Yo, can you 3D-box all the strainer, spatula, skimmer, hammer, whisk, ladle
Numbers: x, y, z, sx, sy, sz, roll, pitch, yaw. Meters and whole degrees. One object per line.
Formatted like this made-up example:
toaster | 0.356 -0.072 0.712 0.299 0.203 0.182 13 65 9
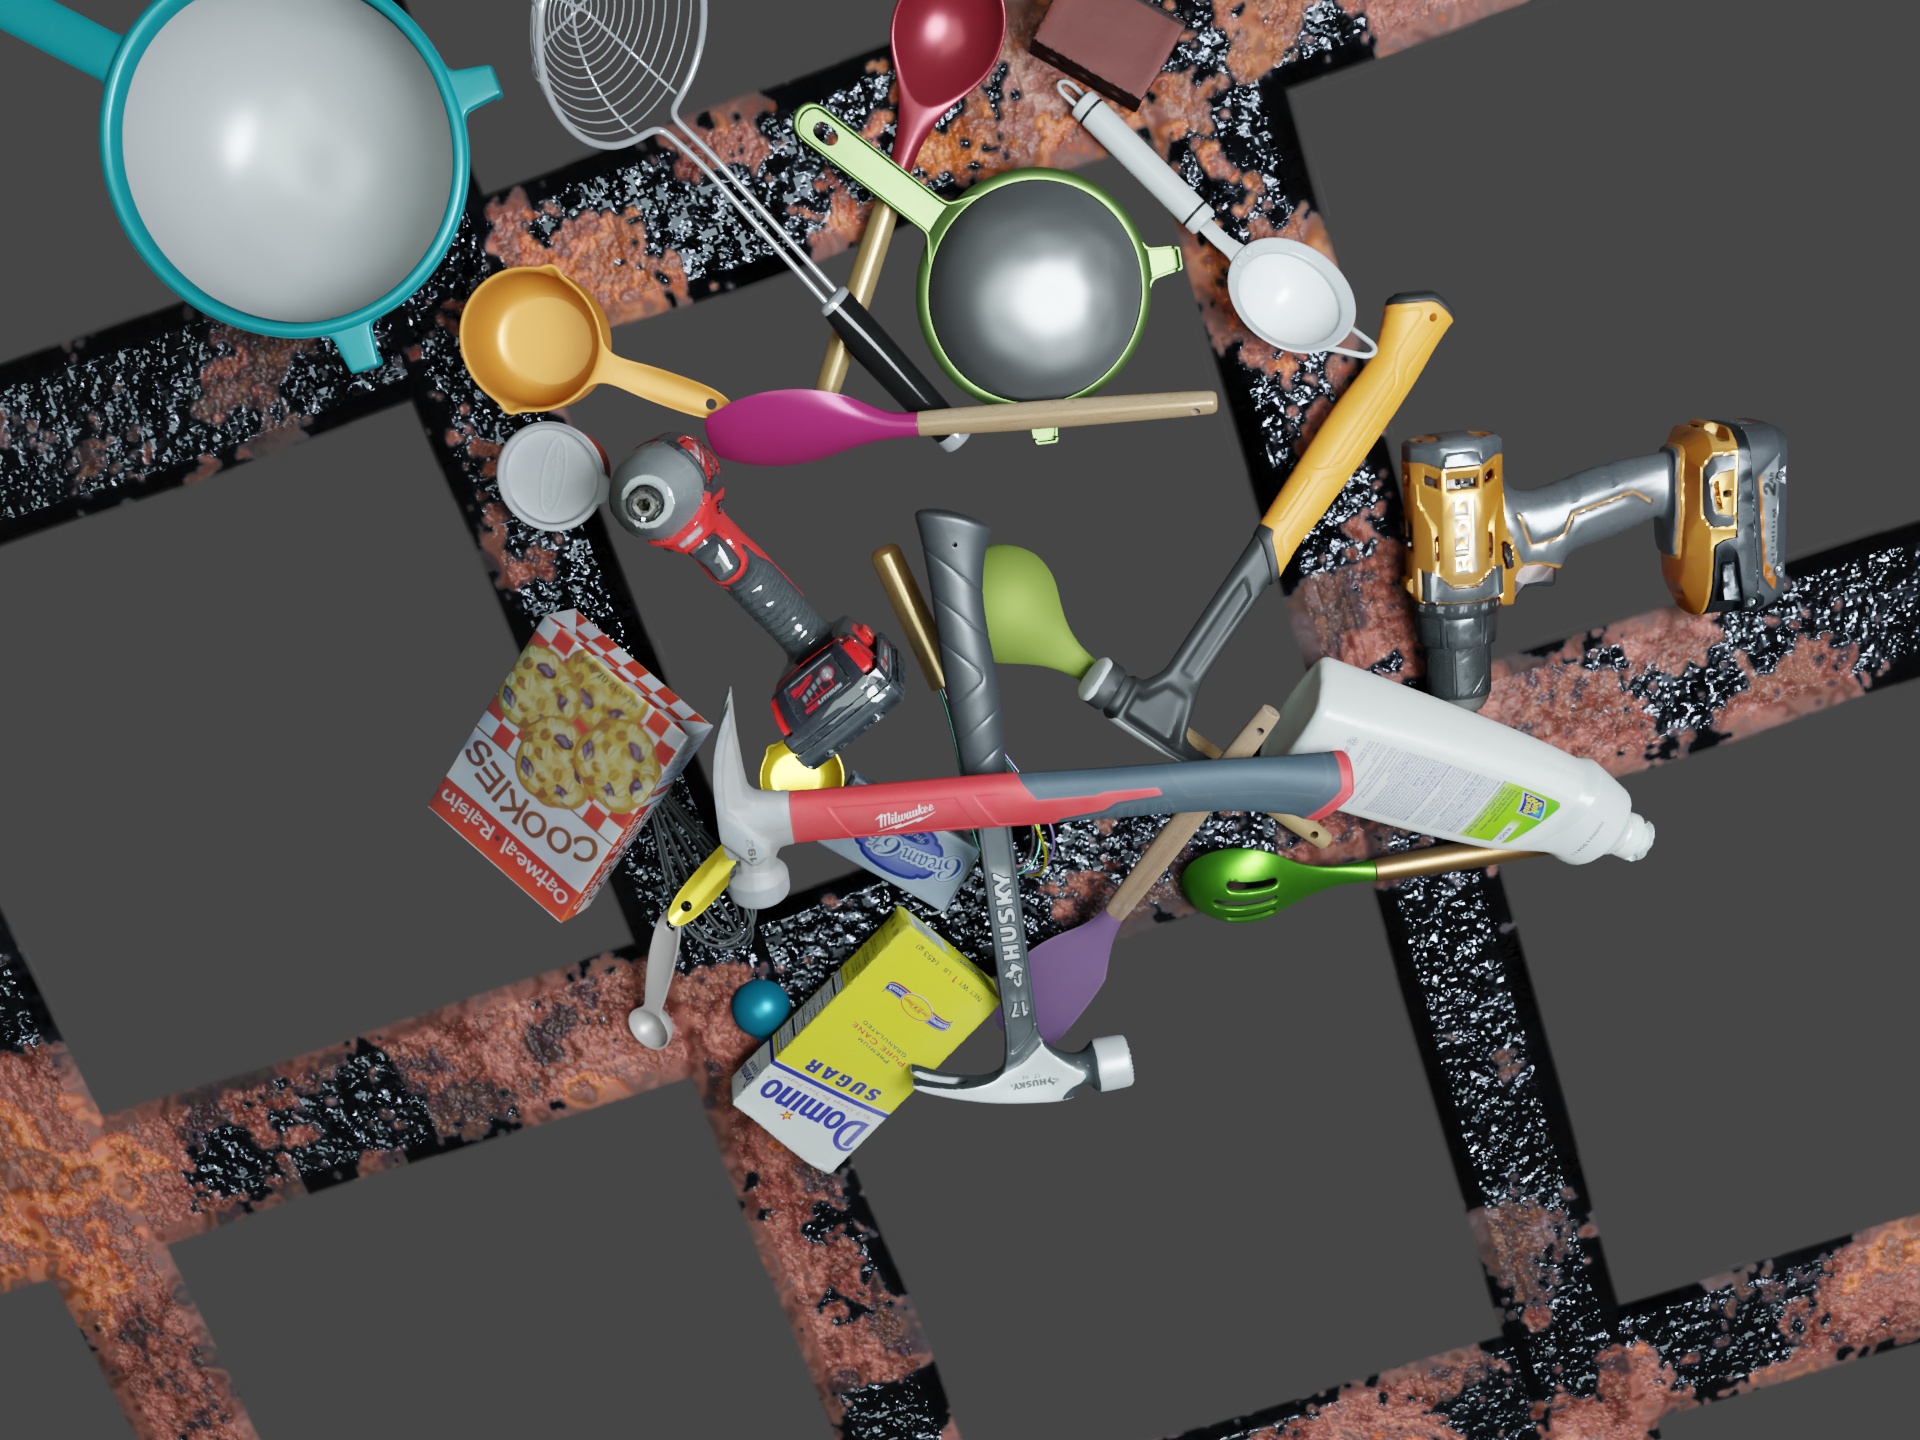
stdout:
strainer | -0.447 -0.364 0.951 0.340 0.095 0.211 27 98 -4
strainer | 0.155 -0.308 0.994 0.258 0.050 0.087 44 63 -3
strainer | 0.007 -0.289 0.964 0.256 0.069 0.151 33 102 -17
spatula | 0.114 0.109 1.057 0.059 0.018 0.315 31 118 -6
skimmer | -0.103 -0.296 0.930 0.363 0.090 0.127 45 71 -24
hammer | 0.216 -0.122 1.018 0.127 0.034 0.337 32 93 -16
hammer | 0.046 0.034 0.965 0.386 0.038 0.143 -4 120 -2
whisk | -0.003 -0.003 1.063 0.051 0.047 0.245 -26 97 -7
ladle | 0.124 -0.008 1.066 0.320 0.062 0.078 35 102 -14
whisk | -0.205 0.051 1.072 0.055 0.055 0.239 -27 97 6
ladle | -0.048 -0.313 0.998 0.069 0.031 0.315 18 104 -9
hammer | 0.016 0.064 1.024 0.149 0.036 0.408 -9 106 -3

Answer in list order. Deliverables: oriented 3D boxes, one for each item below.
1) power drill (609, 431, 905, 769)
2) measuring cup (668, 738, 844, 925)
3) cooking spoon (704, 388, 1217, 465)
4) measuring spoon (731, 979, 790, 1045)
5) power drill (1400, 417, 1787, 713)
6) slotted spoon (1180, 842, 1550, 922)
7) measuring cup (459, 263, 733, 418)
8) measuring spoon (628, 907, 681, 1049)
power drill | -0.132 -0.082 0.991 0.078 0.143 0.219 -38 102 8
measuring cup | -0.141 0.075 1.062 0.062 0.029 0.156 43 81 -9
cooking spoon | -0.001 -0.186 0.990 0.319 0.068 0.017 -4 58 4
measuring spoon | -0.129 0.245 1.124 0.042 0.021 0.128 -16 101 3
power drill | 0.399 -0.100 1.023 0.226 0.084 0.185 -5 105 5
slotted spoon | 0.308 0.097 1.089 0.313 0.031 0.070 -9 129 -1
measuring cup | -0.225 -0.226 1.005 0.173 0.052 0.095 19 102 -6
measuring spoon | -0.204 0.175 1.095 0.034 0.018 0.124 26 121 16
